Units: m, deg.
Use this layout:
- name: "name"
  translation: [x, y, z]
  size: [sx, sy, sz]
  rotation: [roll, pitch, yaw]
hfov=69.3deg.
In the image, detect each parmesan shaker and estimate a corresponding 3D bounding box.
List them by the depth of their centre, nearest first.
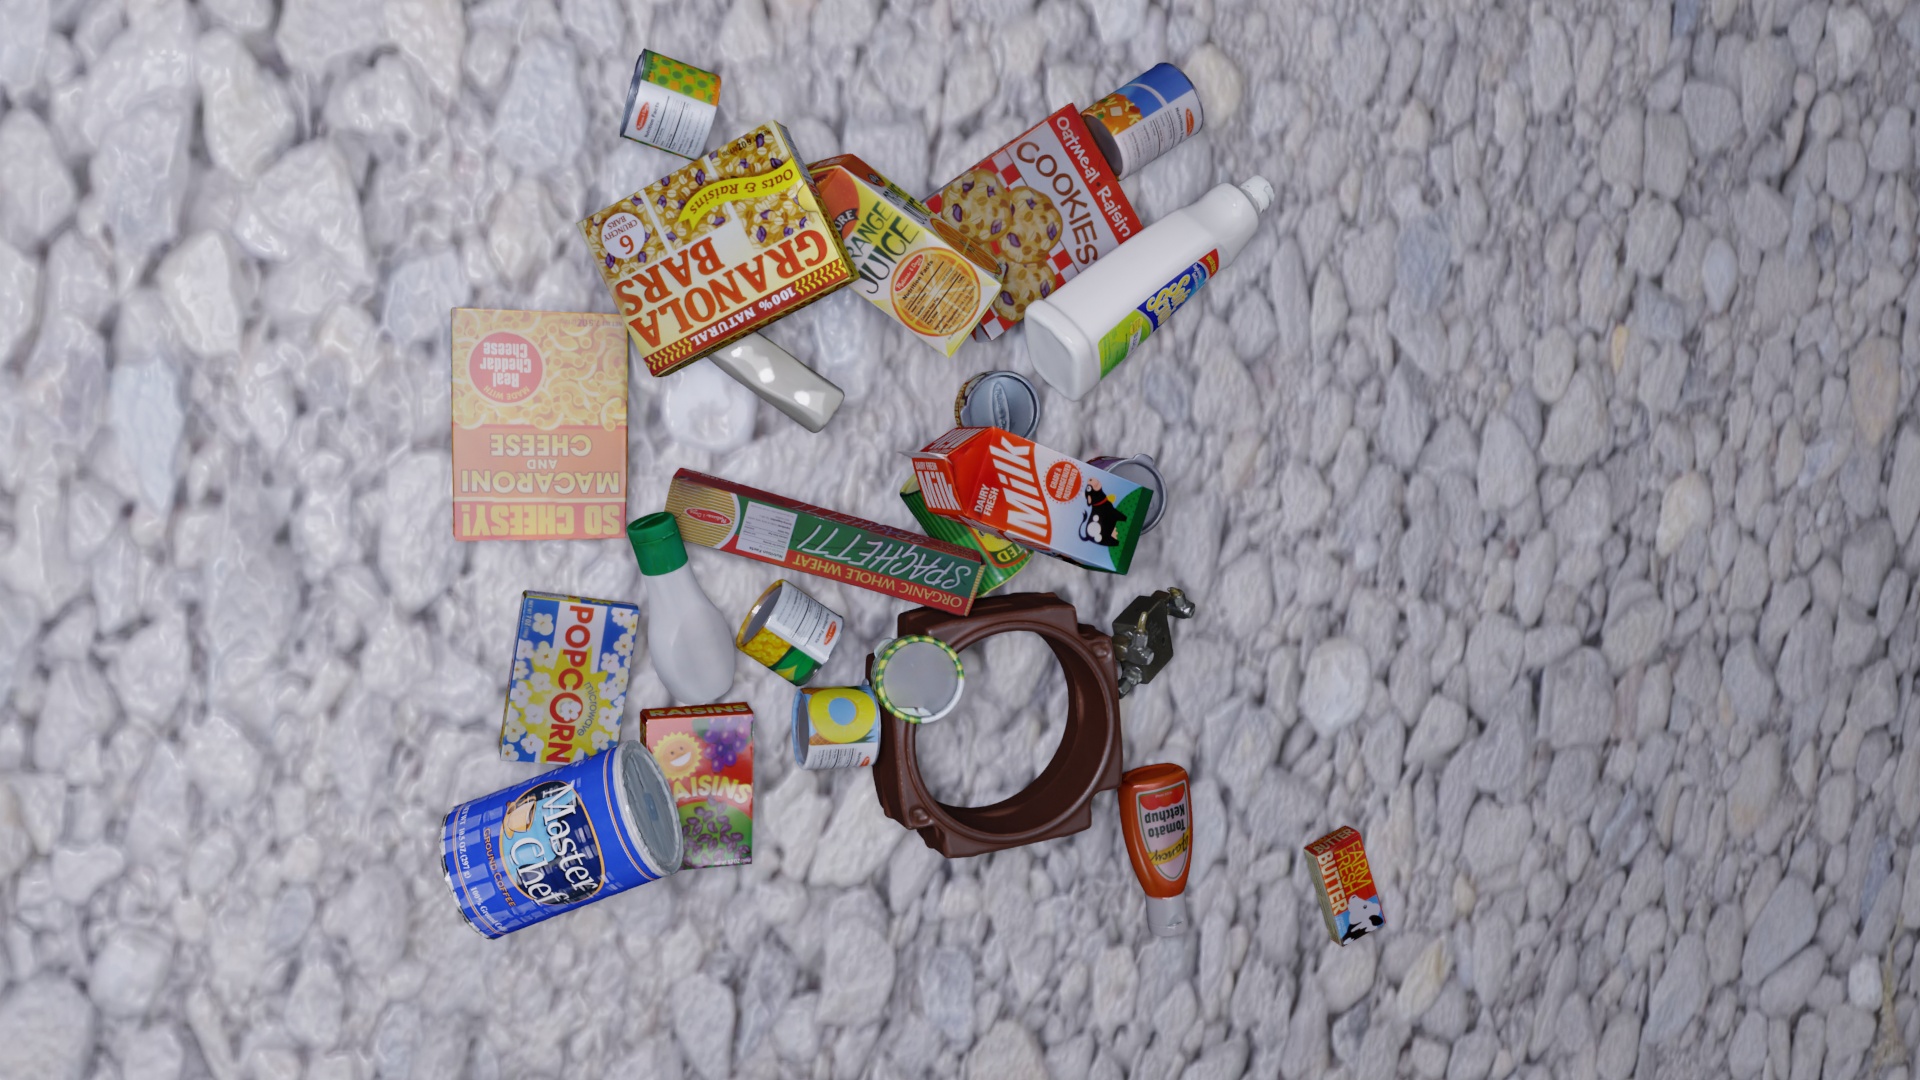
- name: "parmesan shaker"
  translation: [0.004, -0.014, 1.131]
  size: [0.071, 0.071, 0.103]
  rotation: [-40, 108, -12]

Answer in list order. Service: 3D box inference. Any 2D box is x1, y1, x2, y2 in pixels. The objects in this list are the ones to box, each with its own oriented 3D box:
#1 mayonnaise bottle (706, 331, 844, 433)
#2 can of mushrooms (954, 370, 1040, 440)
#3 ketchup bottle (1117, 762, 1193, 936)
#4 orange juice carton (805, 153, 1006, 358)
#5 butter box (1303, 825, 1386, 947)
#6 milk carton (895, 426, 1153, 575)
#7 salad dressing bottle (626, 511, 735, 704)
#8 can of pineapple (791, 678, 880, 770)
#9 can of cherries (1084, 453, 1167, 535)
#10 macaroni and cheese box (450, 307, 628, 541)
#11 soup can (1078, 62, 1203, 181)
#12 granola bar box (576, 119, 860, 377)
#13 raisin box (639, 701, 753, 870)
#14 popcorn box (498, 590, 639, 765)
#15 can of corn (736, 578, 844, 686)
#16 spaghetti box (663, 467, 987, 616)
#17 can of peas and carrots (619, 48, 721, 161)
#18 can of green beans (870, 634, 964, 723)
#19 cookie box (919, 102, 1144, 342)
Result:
- name: "mayonnaise bottle"
  translation: [-0.159, -0.139, 1.063]
  size: [0.148, 0.065, 0.041]
  rotation: [35, 84, -10]
- name: "can of mushrooms"
  translation: [0.028, -0.107, 1.150]
  size: [0.071, 0.033, 0.071]
  rotation: [-3, 97, -20]
- name: "ketchup bottle"
  translation: [0.178, 0.277, 1.241]
  size: [0.065, 0.043, 0.148]
  rotation: [-10, 100, -19]
- name: "orange juice carton"
  translation: [-0.063, -0.230, 1.062]
  size: [0.192, 0.072, 0.072]
  rotation: [35, 111, -9]
- name: "butter box"
  translation: [0.367, 0.330, 1.326]
  size: [0.053, 0.024, 0.103]
  rotation: [-22, 103, -16]
- name: "milk carton"
  translation: [0.046, -0.037, 1.074]
  size: [0.190, 0.072, 0.073]
  rotation: [20, 85, -23]
- name: "salad dressing bottle"
  translation: [-0.214, 0.051, 1.057]
  size: [0.064, 0.044, 0.147]
  rotation: [-32, 118, -39]
- name: "can of pineapple"
  translation: [-0.101, 0.148, 1.113]
  size: [0.058, 0.071, 0.071]
  rotation: [0, 96, -20]
- name: "can of cherries"
  translation: [0.135, -0.041, 1.184]
  size: [0.071, 0.058, 0.071]
  rotation: [-2, 96, -19]
- name: "macaroni and cheese box"
  translation: [-0.310, -0.085, 1.024]
  size: [0.124, 0.040, 0.166]
  rotation: [-1, 95, -21]
- name: "soup can"
  translation: [0.147, -0.348, 1.154]
  size: [0.084, 0.071, 0.071]
  rotation: [-34, 106, -13]
- name: "granola bar box"
  translation: [-0.175, -0.209, 1.004]
  size: [0.165, 0.039, 0.124]
  rotation: [-25, 94, 8]
- name: "raisin box"
  translation: [-0.207, 0.193, 1.092]
  size: [0.086, 0.040, 0.123]
  rotation: [-1, 97, -19]
- name: "popcorn box"
  translation: [-0.296, 0.105, 1.050]
  size: [0.085, 0.038, 0.126]
  rotation: [9, 93, -22]
- name: "can of corn"
  translation: [-0.136, 0.073, 1.093]
  size: [0.058, 0.071, 0.071]
  rotation: [36, 83, -19]
- name: "spaghetti box"
  translation: [-0.105, 0.002, 1.081]
  size: [0.250, 0.029, 0.050]
  rotation: [16, 109, -9]
- name: "can of peas and carrots"
  translation: [-0.214, -0.321, 1.023]
  size: [0.059, 0.071, 0.071]
  rotation: [14, 91, -21]
- name: "can of green beans"
  translation: [-0.033, 0.104, 1.051]
  size: [0.071, 0.058, 0.071]
  rotation: [1, 86, -7]
- name: "cookie box"
  translation: [0.053, -0.260, 1.140]
  size: [0.168, 0.040, 0.122]
  rotation: [-37, 106, -13]
